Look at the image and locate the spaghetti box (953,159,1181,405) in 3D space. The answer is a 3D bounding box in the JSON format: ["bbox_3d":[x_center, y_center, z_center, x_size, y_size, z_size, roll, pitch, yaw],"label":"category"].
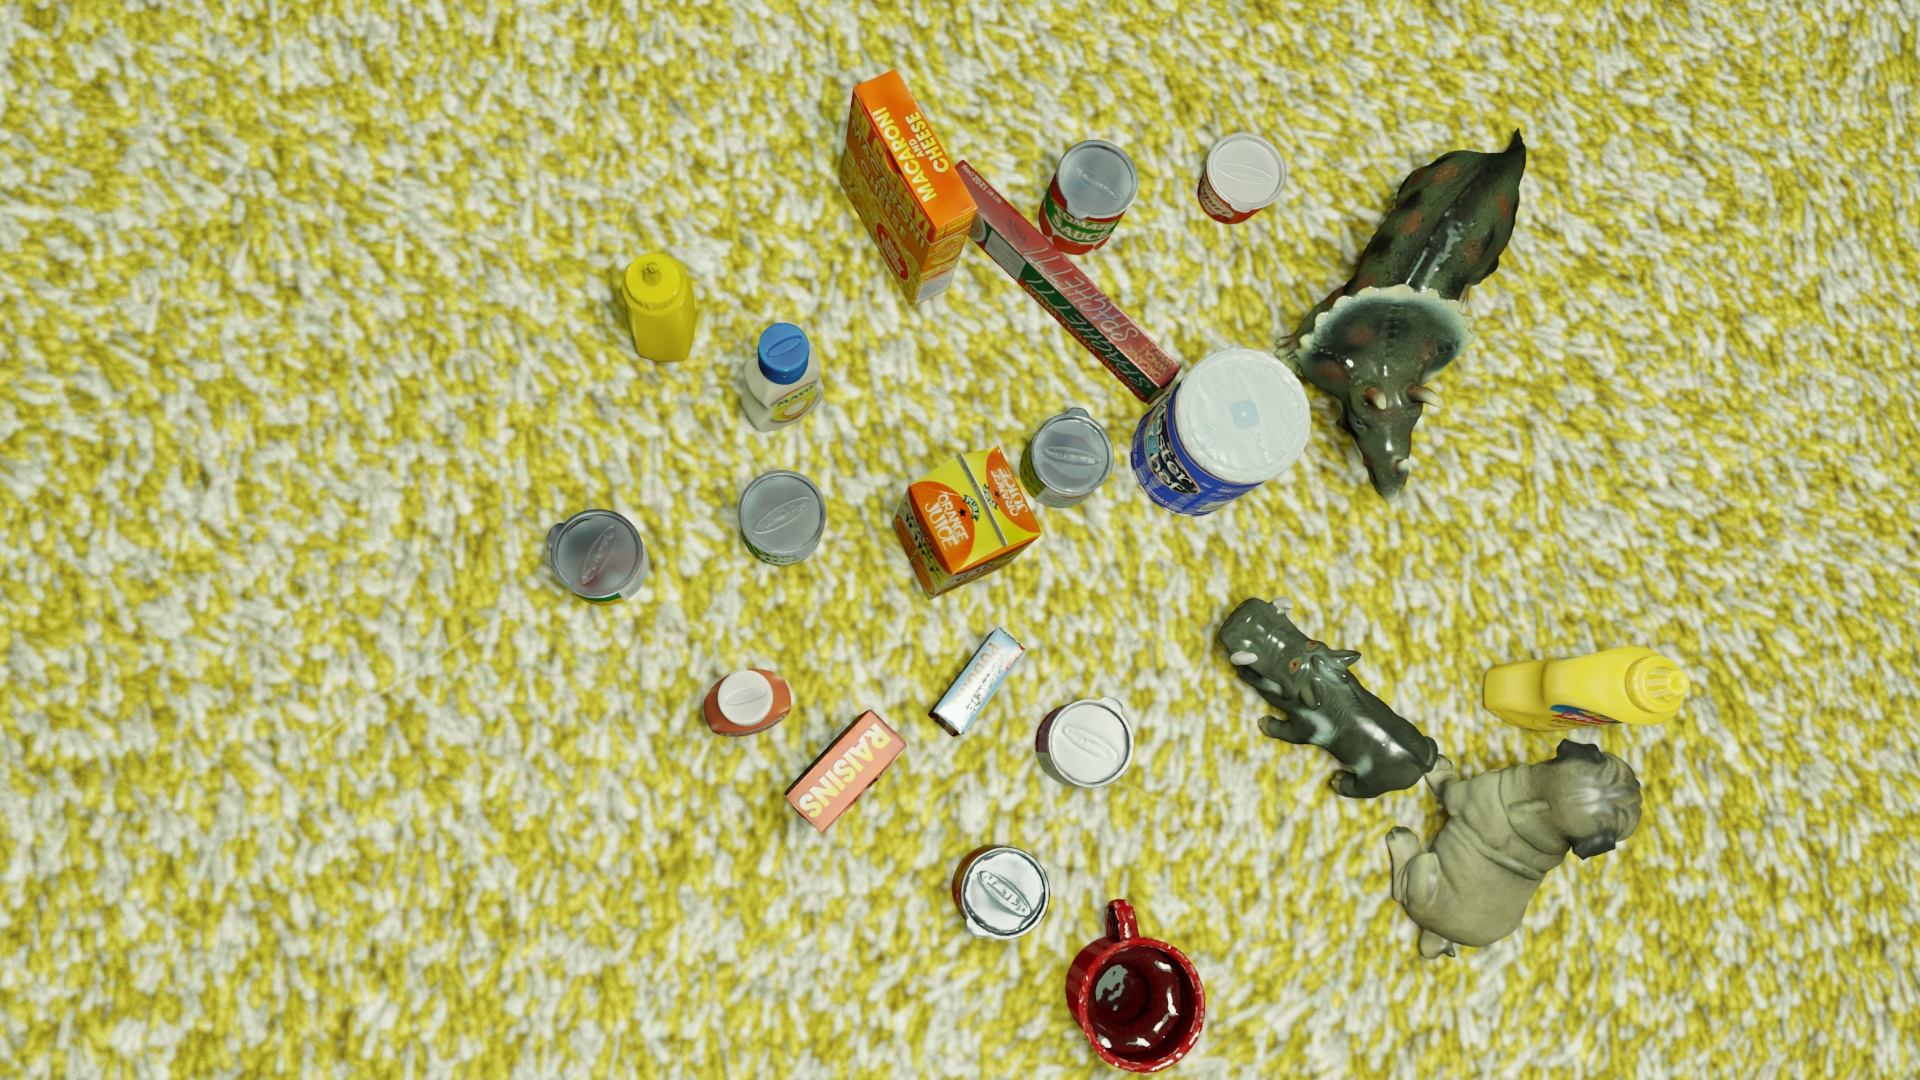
[{"bbox_3d":[0.078,-0.209,1.136,0.250,0.050,0.029,44,78,2],"label":"spaghetti box"}]

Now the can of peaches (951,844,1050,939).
[{"bbox_3d":[0.027,0.263,1.038,0.071,0.058,0.071,1,80,-7],"label":"can of peaches"}]

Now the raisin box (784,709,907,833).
[{"bbox_3d":[-0.086,0.168,1.007,0.040,0.123,0.086,45,78,2],"label":"raisin box"}]

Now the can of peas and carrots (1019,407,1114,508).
[{"bbox_3d":[0.084,-0.065,1.105,0.071,0.058,0.071,1,80,-7],"label":"can of peas and carrots"}]

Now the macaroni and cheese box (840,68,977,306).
[{"bbox_3d":[-0.044,-0.265,1.070,0.040,0.166,0.124,-29,85,-11],"label":"macaroni and cheese box"}]

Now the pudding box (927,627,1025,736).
[{"bbox_3d":[0.013,0.110,1.068,0.030,0.049,0.084,38,77,0],"label":"pudding box"}]

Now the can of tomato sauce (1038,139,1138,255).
[{"bbox_3d":[0.102,-0.277,1.134,0.071,0.083,0.071,1,80,-7],"label":"can of tomato sauce"}]

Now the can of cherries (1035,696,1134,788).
[{"bbox_3d":[0.096,0.155,1.067,0.071,0.058,0.071,1,80,-7],"label":"can of cherries"}]

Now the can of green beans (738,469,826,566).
[{"bbox_3d":[-0.137,-0.016,1.067,0.071,0.057,0.071,1,80,-7],"label":"can of green beans"}]

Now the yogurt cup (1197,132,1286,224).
[{"bbox_3d":[0.234,-0.302,1.172,0.072,0.054,0.072,1,80,-7],"label":"yogurt cup"}]

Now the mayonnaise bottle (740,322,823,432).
[{"bbox_3d":[-0.133,-0.123,1.041,0.065,0.148,0.041,-30,85,-11],"label":"mayonnaise bottle"}]

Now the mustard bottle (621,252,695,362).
[{"bbox_3d":[-0.225,-0.180,1.033,0.049,0.160,0.065,2,80,-7],"label":"mustard bottle"}]

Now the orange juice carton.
[{"bbox_3d":[0.004,-0.013,1.016,0.073,0.192,0.072,-24,84,-11],"label":"orange juice carton"}]

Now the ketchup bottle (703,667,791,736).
[{"bbox_3d":[-0.153,0.115,0.994,0.065,0.148,0.043,-16,83,-10],"label":"ketchup bottle"}]

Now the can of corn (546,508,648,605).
[{"bbox_3d":[-0.272,0.013,1.043,0.071,0.058,0.071,1,80,-7],"label":"can of corn"}]
